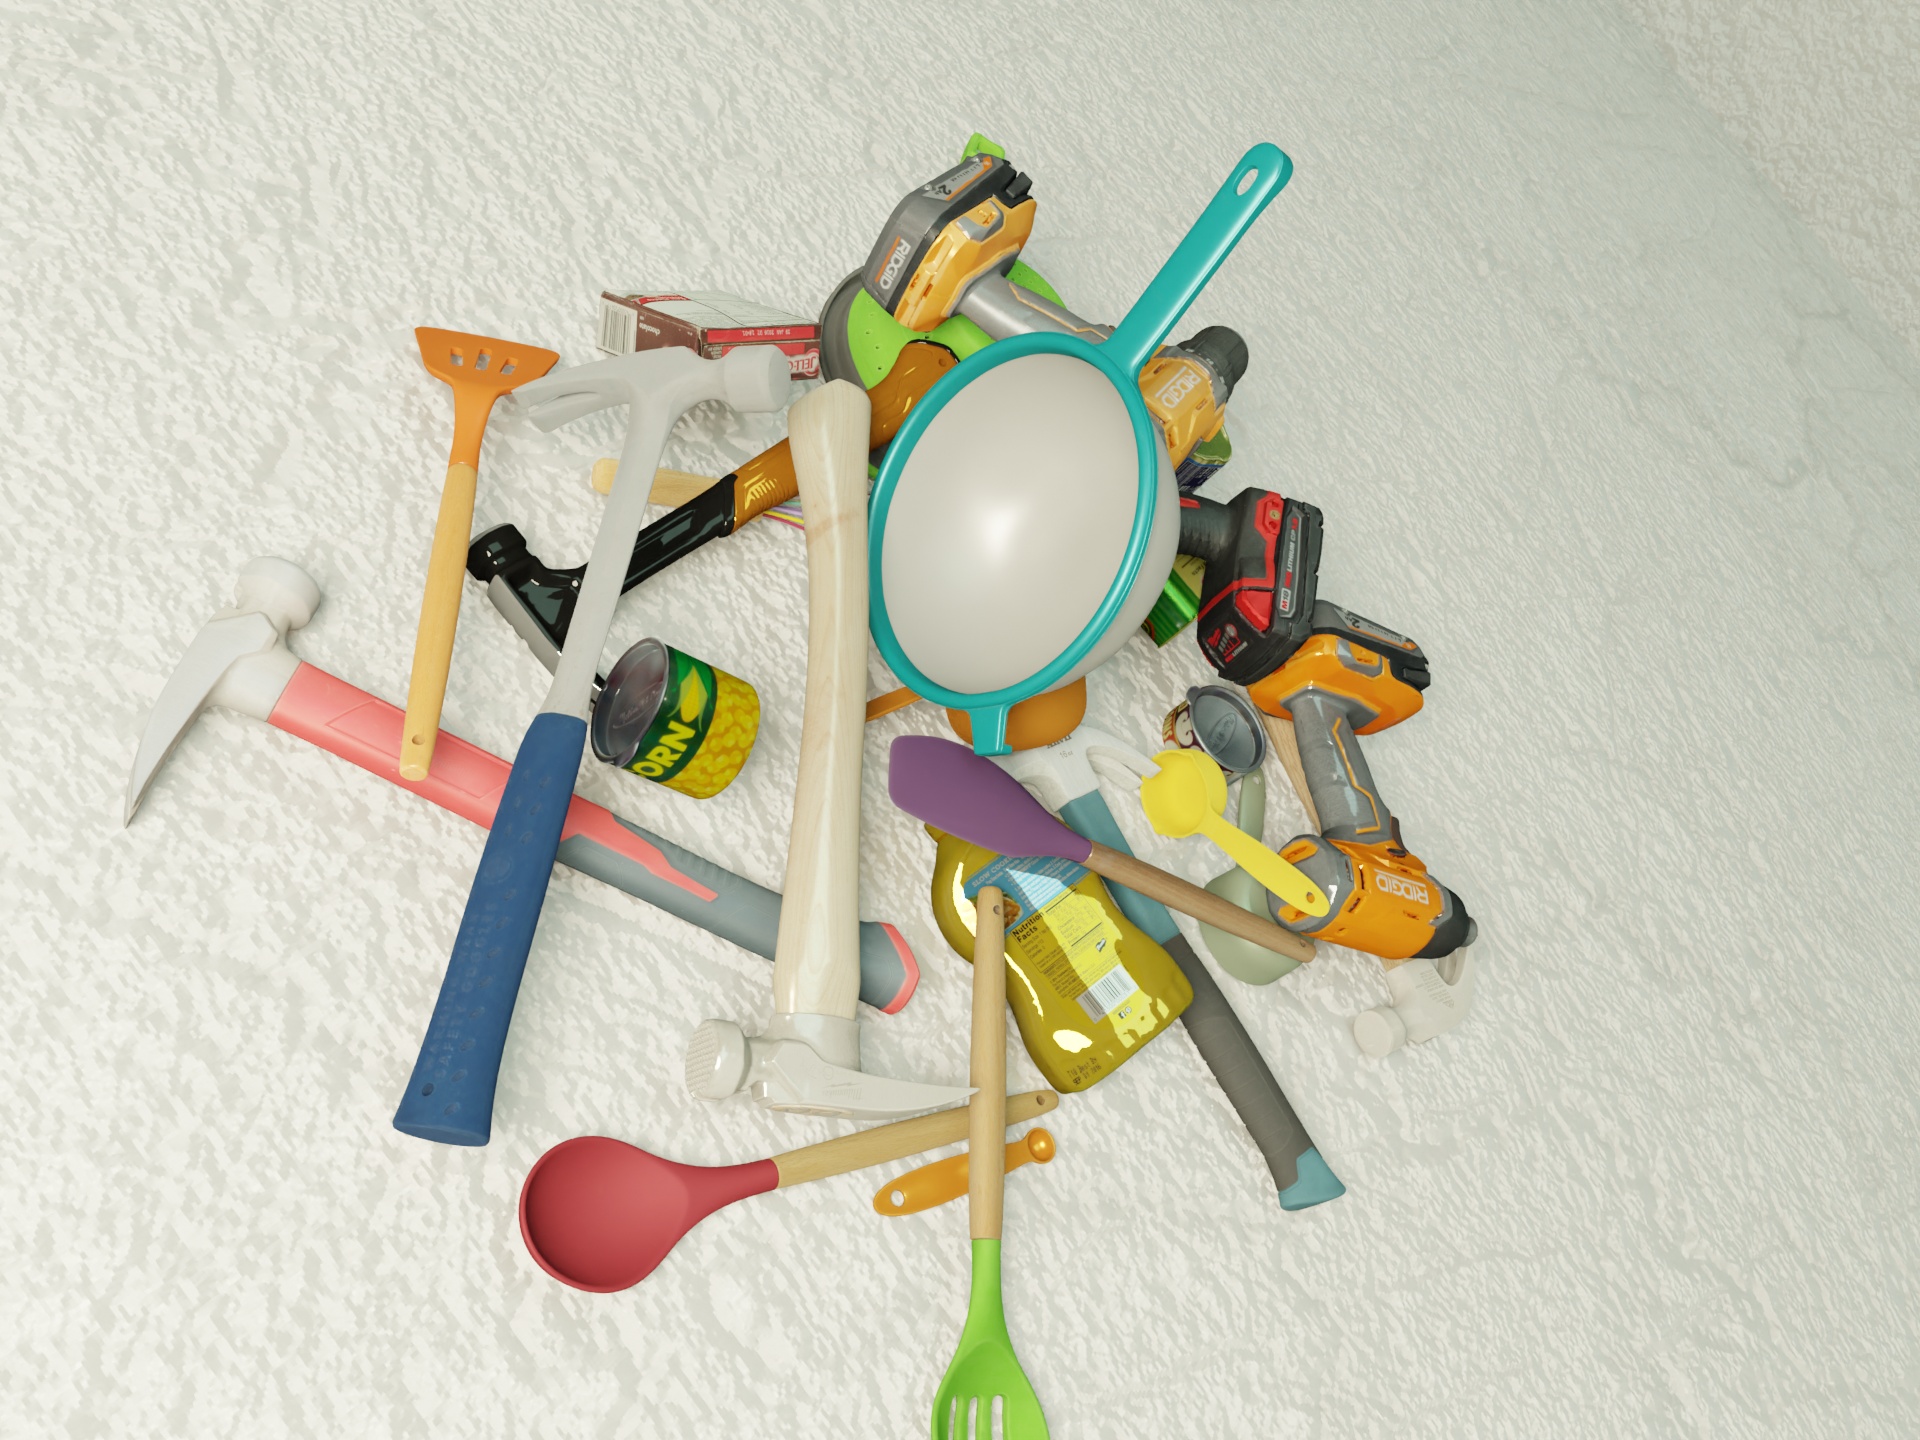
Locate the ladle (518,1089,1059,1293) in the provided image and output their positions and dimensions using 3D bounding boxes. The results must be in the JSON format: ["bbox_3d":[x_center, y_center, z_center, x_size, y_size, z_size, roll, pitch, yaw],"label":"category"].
[{"bbox_3d":[-0.070,0.215,0.779,0.315,0.031,0.069,-3,65,-39],"label":"ladle"}]

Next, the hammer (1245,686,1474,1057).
[{"bbox_3d":[0.260,0.064,1.111,0.130,0.031,0.331,-8,68,-39],"label":"hammer"}]

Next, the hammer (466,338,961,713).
[{"bbox_3d":[-0.112,-0.129,0.917,0.337,0.034,0.127,-39,89,-32],"label":"hammer"}]

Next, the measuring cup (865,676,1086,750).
[{"bbox_3d":[-0.001,-0.003,0.940,0.173,0.095,0.052,-22,116,-28],"label":"measuring cup"}]

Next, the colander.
[{"bbox_3d":[0.020,-0.319,1.137,0.204,0.094,0.397,24,51,-22],"label":"colander"}]

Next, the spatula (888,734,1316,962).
[{"bbox_3d":[0.088,0.080,0.894,0.315,0.018,0.060,26,47,-28],"label":"spatula"}]

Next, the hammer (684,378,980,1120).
[{"bbox_3d":[-0.059,0.001,0.843,0.146,0.038,0.411,15,62,-29],"label":"hammer"}]

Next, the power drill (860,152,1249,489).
[{"bbox_3d":[0.073,-0.251,0.993,0.226,0.084,0.185,41,46,3],"label":"power drill"}]

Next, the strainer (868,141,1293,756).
[{"bbox_3d":[0.084,-0.149,0.870,0.095,0.340,0.211,17,28,-46],"label":"strainer"}]

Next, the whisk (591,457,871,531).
[{"bbox_3d":[-0.102,-0.129,0.965,0.244,0.051,0.047,7,73,-26],"label":"whisk"}]

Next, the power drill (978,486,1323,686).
[{"bbox_3d":[0.113,-0.107,1.014,0.219,0.078,0.143,18,64,-12],"label":"power drill"}]

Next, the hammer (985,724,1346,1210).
[{"bbox_3d":[0.129,0.147,0.962,0.128,0.033,0.331,-22,77,-41],"label":"hammer"}]

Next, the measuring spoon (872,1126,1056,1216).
[{"bbox_3d":[0.002,0.237,0.831,0.117,0.011,0.021,-9,69,-36],"label":"measuring spoon"}]

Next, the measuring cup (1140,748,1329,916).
[{"bbox_3d":[0.176,0.072,0.993,0.029,0.062,0.157,-8,37,-43],"label":"measuring cup"}]

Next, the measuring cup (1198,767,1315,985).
[{"bbox_3d":[0.200,0.091,1.043,0.083,0.038,0.168,26,52,-20],"label":"measuring cup"}]

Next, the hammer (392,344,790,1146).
[{"bbox_3d":[-0.188,-0.009,0.742,0.035,0.144,0.406,61,35,-58],"label":"hammer"}]

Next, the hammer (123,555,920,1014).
[{"bbox_3d":[-0.193,0.067,0.776,0.386,0.038,0.143,29,50,-18],"label":"hammer"}]

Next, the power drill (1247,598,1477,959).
[{"bbox_3d":[0.269,0.048,1.051,0.164,0.084,0.227,19,55,-31],"label":"power drill"}]

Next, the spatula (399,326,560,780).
[{"bbox_3d":[-0.256,-0.102,0.808,0.081,0.041,0.323,8,53,-16],"label":"spatula"}]

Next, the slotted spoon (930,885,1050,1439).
[{"bbox_3d":[0.015,0.235,0.800,0.070,0.031,0.314,17,61,-33],"label":"slotted spoon"}]
